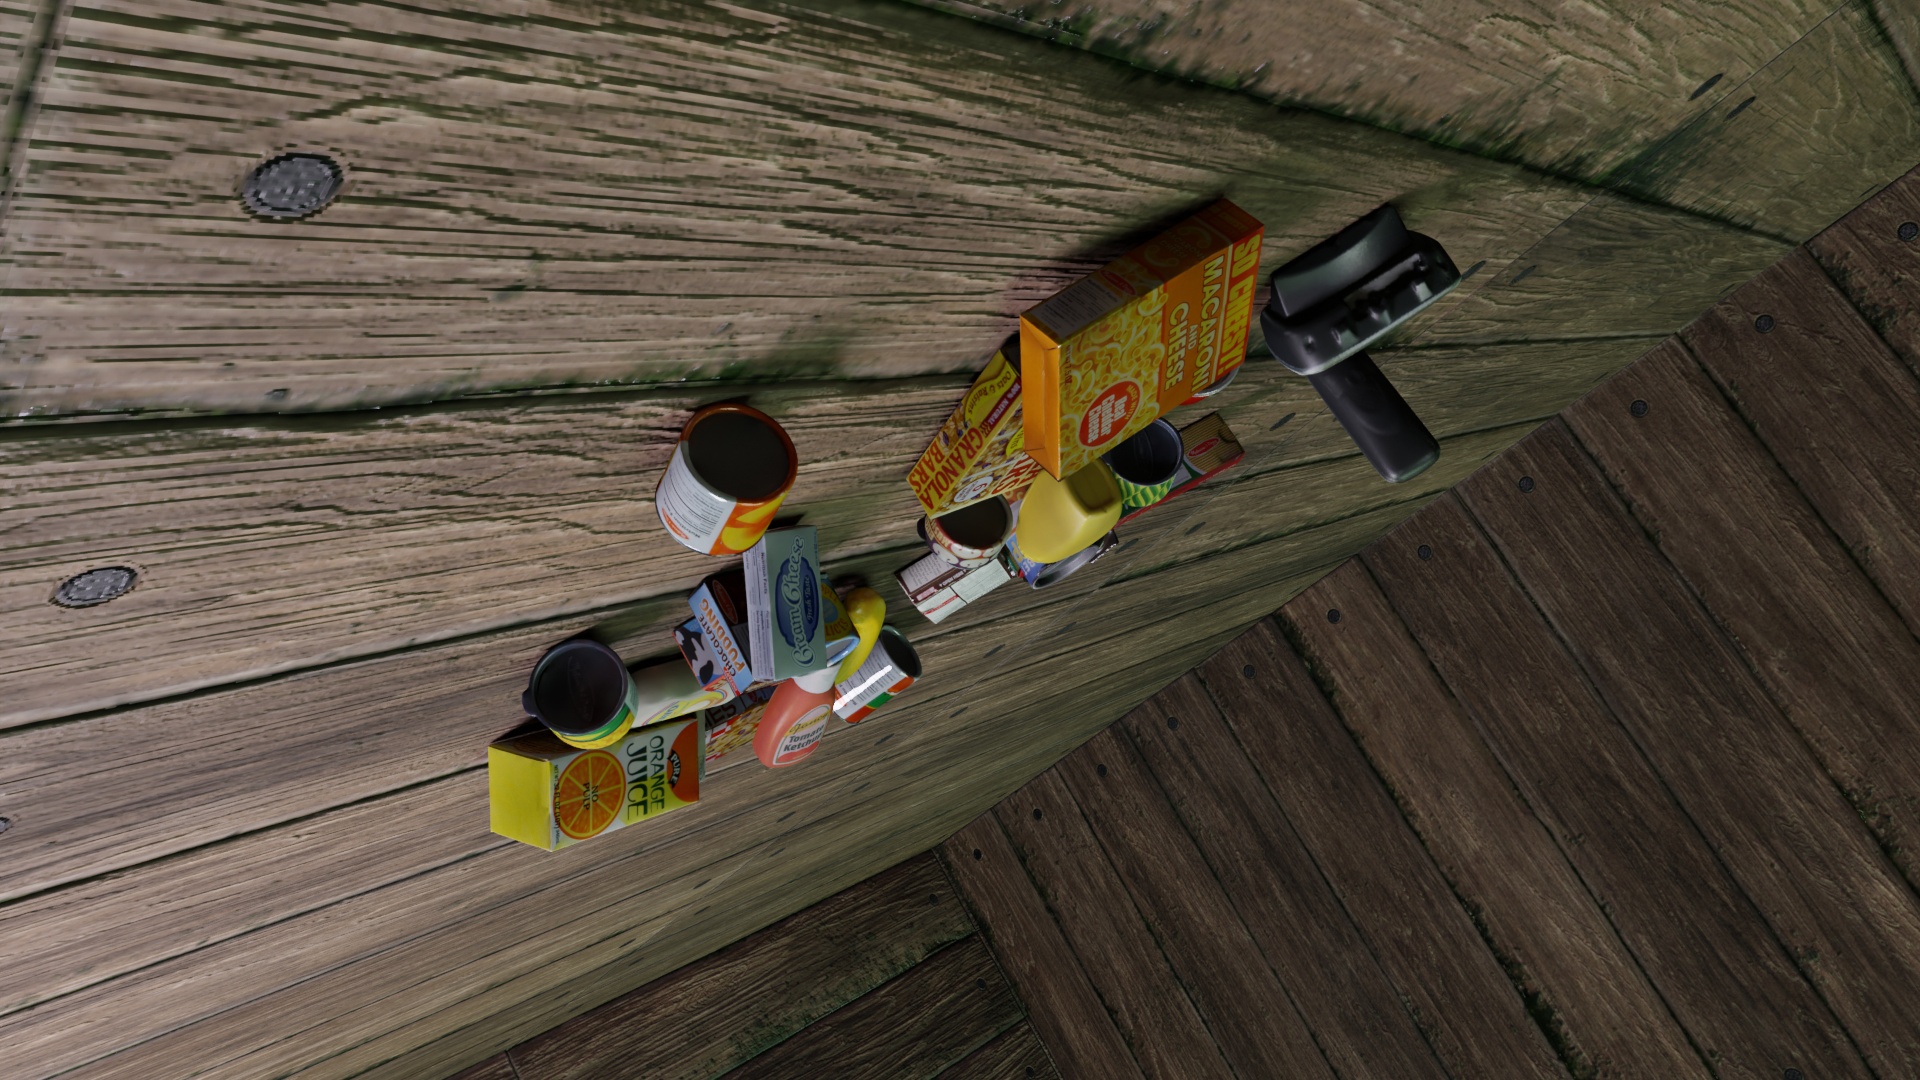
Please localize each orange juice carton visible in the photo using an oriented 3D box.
[{"bbox_3d":[-0.275,0.182,1.114,0.073,0.071,0.193,6,-171,35],"label":"orange juice carton"}]

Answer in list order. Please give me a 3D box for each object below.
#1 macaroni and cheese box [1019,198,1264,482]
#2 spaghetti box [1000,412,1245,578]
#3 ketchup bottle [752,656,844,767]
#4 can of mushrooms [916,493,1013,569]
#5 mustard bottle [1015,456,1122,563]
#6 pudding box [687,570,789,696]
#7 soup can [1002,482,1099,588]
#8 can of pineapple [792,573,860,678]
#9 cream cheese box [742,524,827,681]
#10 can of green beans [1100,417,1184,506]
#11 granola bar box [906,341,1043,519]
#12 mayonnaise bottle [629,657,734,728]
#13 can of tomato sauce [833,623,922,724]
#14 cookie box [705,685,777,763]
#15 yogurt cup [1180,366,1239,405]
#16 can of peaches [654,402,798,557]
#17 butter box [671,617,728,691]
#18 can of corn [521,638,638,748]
[{"bbox_3d":[0.113,-0.127,0.880,0.167,0.040,0.123,-33,147,-21],"label":"macaroni and cheese box"},{"bbox_3d":[0.147,-0.043,1.296,0.251,0.050,0.028,-27,163,-12],"label":"spaghetti box"},{"bbox_3d":[-0.137,0.139,1.213,0.065,0.043,0.148,-18,148,-35],"label":"ketchup bottle"},{"bbox_3d":[0.004,-0.014,1.084,0.071,0.071,0.033,-23,163,-26],"label":"can of mushrooms"},{"bbox_3d":[0.074,-0.016,1.069,0.049,0.065,0.159,-22,169,-20],"label":"mustard bottle"},{"bbox_3d":[-0.154,0.065,0.998,0.050,0.084,0.030,-14,160,-48],"label":"pudding box"},{"bbox_3d":[0.067,-0.011,1.175,0.071,0.084,0.071,-29,164,-9],"label":"soup can"},{"bbox_3d":[-0.121,0.070,1.124,0.071,0.058,0.070,-29,164,-9],"label":"can of pineapple"},{"bbox_3d":[-0.122,0.043,0.965,0.024,0.103,0.053,0,-174,40],"label":"cream cheese box"},{"bbox_3d":[0.155,-0.069,1.196,0.071,0.071,0.057,-28,165,-9],"label":"can of green beans"},{"bbox_3d":[0.047,-0.088,0.978,0.125,0.039,0.164,-21,162,-36],"label":"granola bar box"},{"bbox_3d":[-0.239,0.121,1.095,0.064,0.041,0.148,-38,164,35],"label":"mayonnaise bottle"},{"bbox_3d":[-0.089,0.130,1.368,0.083,0.071,0.071,-36,164,18],"label":"can of tomato sauce"},{"bbox_3d":[-0.230,0.170,1.270,0.168,0.040,0.122,-24,164,-25],"label":"cookie box"},{"bbox_3d":[0.168,-0.132,1.023,0.072,0.072,0.054,-29,173,-8],"label":"yogurt cup"},{"bbox_3d":[-0.127,-0.035,0.764,0.071,0.071,0.057,-20,161,-35],"label":"can of peaches"},{"bbox_3d":[-0.160,0.065,1.045,0.103,0.053,0.024,-31,167,2],"label":"butter box"},{"bbox_3d":[-0.262,0.108,0.962,0.071,0.071,0.058,-27,165,-13],"label":"can of corn"}]
